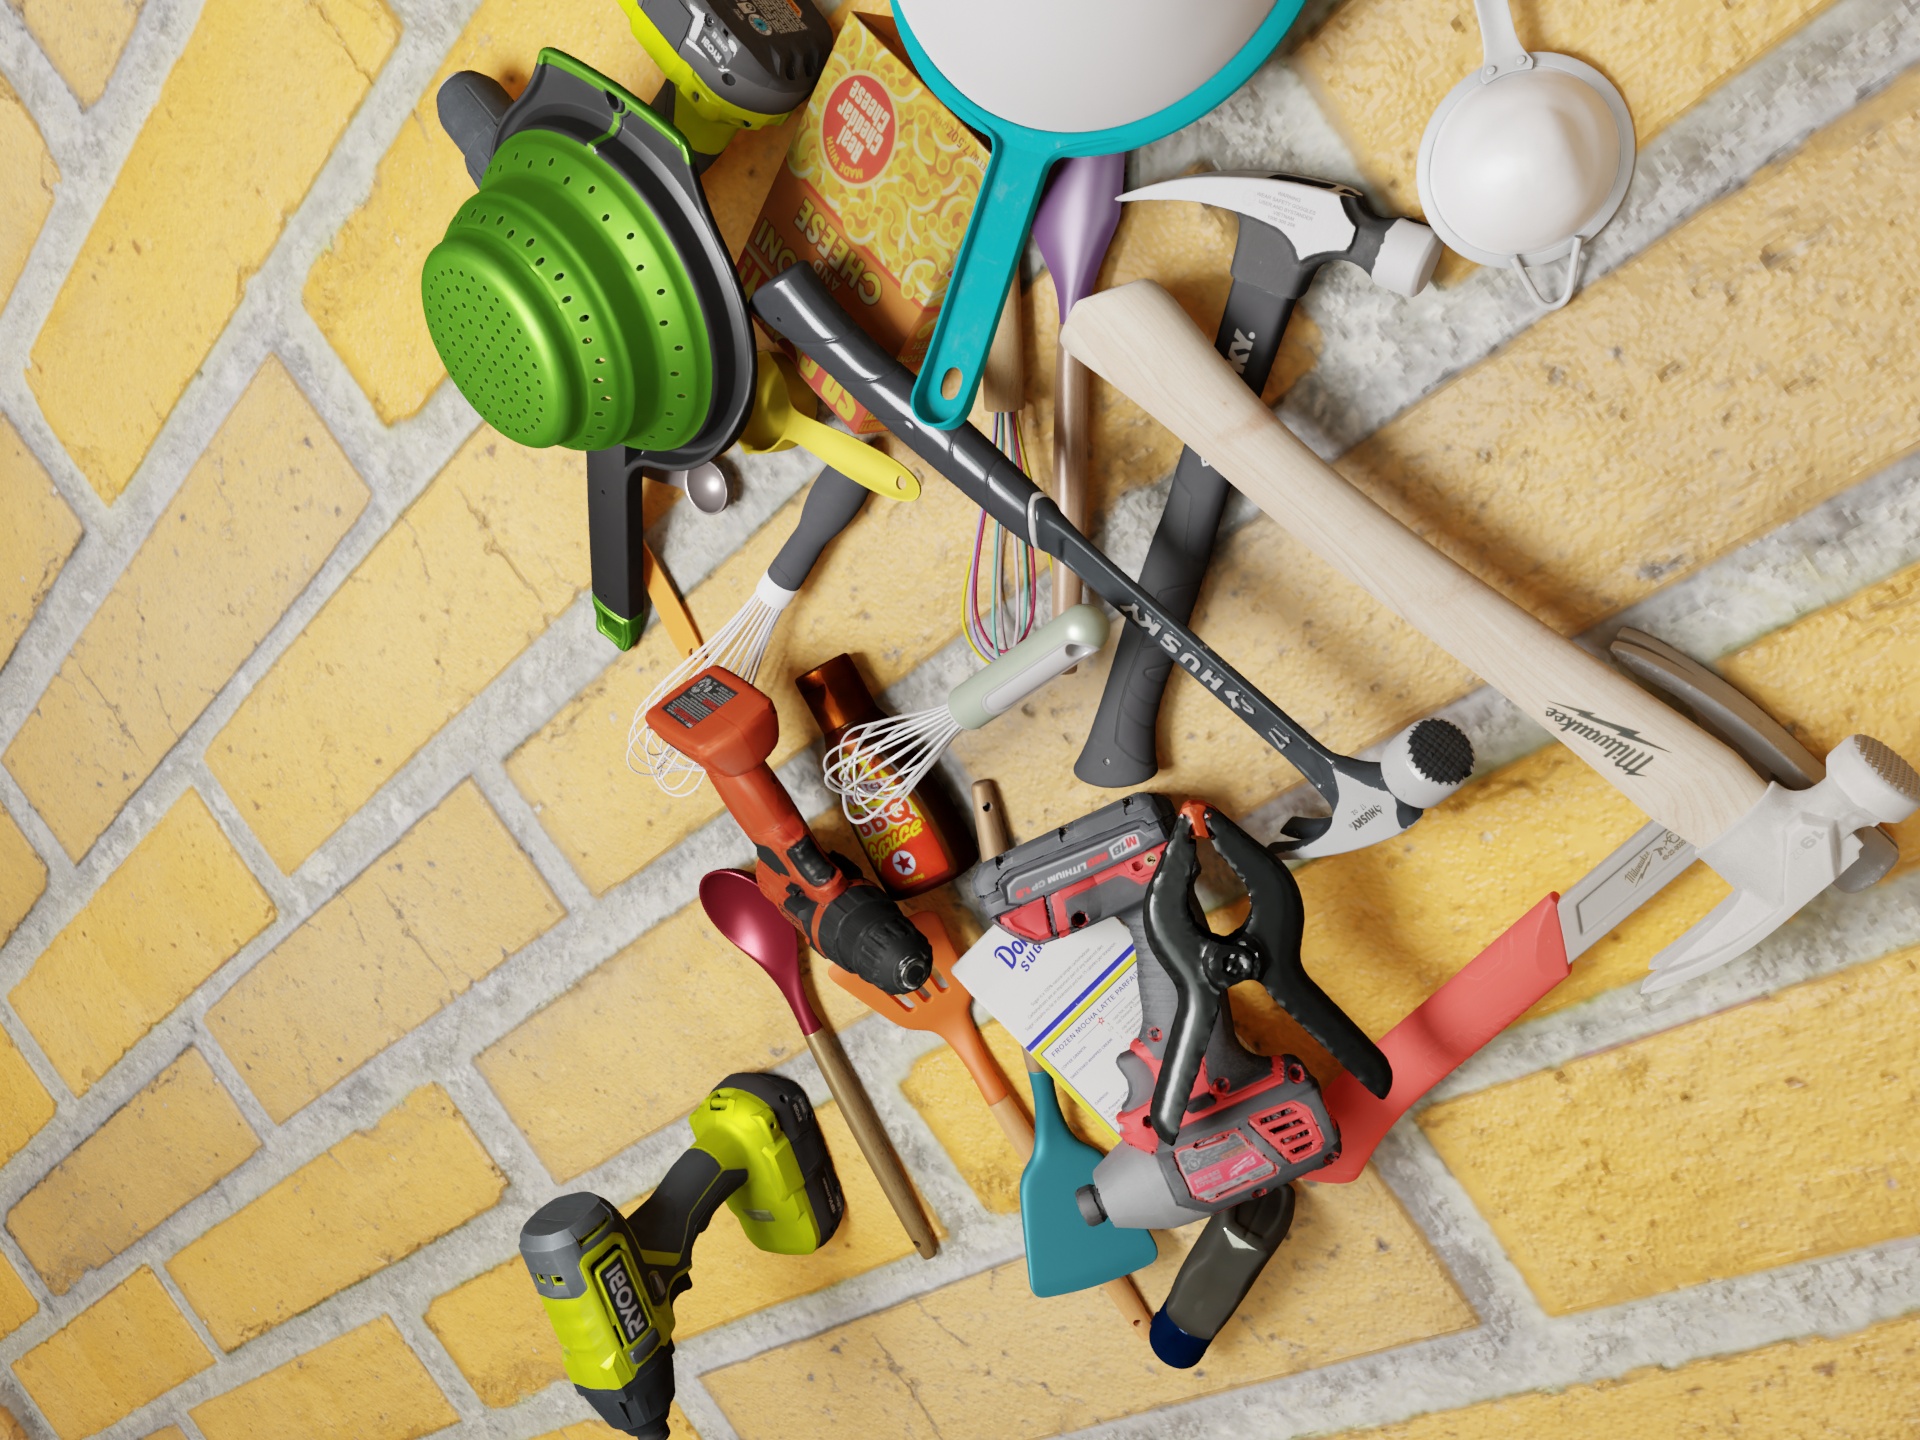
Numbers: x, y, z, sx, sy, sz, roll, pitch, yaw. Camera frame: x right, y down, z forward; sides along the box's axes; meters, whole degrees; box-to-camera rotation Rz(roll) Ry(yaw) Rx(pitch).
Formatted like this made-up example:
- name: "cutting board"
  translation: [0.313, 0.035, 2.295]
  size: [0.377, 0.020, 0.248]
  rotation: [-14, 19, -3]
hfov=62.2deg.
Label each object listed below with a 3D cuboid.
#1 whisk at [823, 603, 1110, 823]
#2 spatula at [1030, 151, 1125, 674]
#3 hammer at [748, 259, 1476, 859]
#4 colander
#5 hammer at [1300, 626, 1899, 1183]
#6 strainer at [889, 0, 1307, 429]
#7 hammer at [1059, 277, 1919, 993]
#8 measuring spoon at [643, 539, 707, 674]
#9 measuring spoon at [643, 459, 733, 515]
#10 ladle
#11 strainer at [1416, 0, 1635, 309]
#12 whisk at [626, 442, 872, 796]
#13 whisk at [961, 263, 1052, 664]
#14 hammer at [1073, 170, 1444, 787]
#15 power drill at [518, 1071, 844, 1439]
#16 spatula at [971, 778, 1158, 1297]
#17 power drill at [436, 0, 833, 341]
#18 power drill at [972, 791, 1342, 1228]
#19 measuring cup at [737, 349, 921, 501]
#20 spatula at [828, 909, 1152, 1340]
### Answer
- name: "whisk"
  translation: [-0.001, -0.003, 0.834]
  size: [0.246, 0.057, 0.059]
  rotation: [-34, 47, 50]
- name: "spatula"
  translation: [0.055, -0.175, 0.807]
  size: [0.060, 0.018, 0.315]
  rotation: [11, 112, 30]
- name: "hammer"
  translation: [0.053, -0.082, 0.771]
  size: [0.409, 0.036, 0.149]
  rotation: [42, 153, 6]
- name: "colander"
  translation: [-0.220, -0.157, 0.881]
  size: [0.205, 0.094, 0.396]
  rotation: [38, 145, 18]
- name: "hammer"
  translation: [0.268, 0.122, 0.798]
  size: [0.149, 0.037, 0.359]
  rotation: [43, 127, 9]
- name: "strainer"
  translation: [0.025, -0.292, 0.668]
  size: [0.211, 0.095, 0.340]
  rotation: [23, 102, 22]
- name: "hammer"
  translation: [0.205, -0.053, 0.717]
  size: [0.411, 0.038, 0.146]
  rotation: [41, 127, 11]
- name: "measuring spoon"
  translation: [-0.188, -0.082, 1.017]
  size: [0.021, 0.011, 0.117]
  rotation: [-15, 106, 37]
- name: "measuring spoon"
  translation: [-0.183, -0.158, 0.978]
  size: [0.124, 0.018, 0.034]
  rotation: [25, 123, 29]
- name: "ladle"
  translation: [-0.088, 0.233, 1.082]
  size: [0.069, 0.031, 0.315]
  rotation: [-18, 102, 39]
- name: "strainer"
  translation: [0.214, -0.294, 0.645]
  size: [0.087, 0.050, 0.258]
  rotation: [-14, 99, 18]
- name: "whisk"
  translation: [-0.124, -0.056, 0.960]
  size: [0.070, 0.070, 0.284]
  rotation: [44, 123, 8]
- name: "whisk"
  translation: [0.020, -0.141, 0.836]
  size: [0.047, 0.051, 0.245]
  rotation: [11, 113, 35]
- name: "hammer"
  translation: [0.111, -0.107, 0.797]
  size: [0.146, 0.035, 0.334]
  rotation: [27, 123, 19]
- name: "power drill"
  translation: [-0.180, 0.355, 1.069]
  size: [0.080, 0.223, 0.171]
  rotation: [-9, 106, 35]
- name: "spatula"
  translation: [0.047, 0.189, 0.959]
  size: [0.082, 0.044, 0.317]
  rotation: [-14, 102, -9]
- name: "power drill"
  translation: [-0.187, -0.330, 0.859]
  size: [0.190, 0.080, 0.228]
  rotation: [52, 133, 1]
- name: "power drill"
  translation: [0.095, 0.158, 0.848]
  size: [0.143, 0.078, 0.220]
  rotation: [-25, 85, 5]
- name: "measuring cup"
  translation: [-0.070, -0.157, 0.875]
  size: [0.157, 0.029, 0.062]
  rotation: [33, 121, 31]
- name: "spatula"
  translation: [0.035, 0.264, 1.007]
  size: [0.081, 0.041, 0.322]
  rotation: [-31, 95, 11]
